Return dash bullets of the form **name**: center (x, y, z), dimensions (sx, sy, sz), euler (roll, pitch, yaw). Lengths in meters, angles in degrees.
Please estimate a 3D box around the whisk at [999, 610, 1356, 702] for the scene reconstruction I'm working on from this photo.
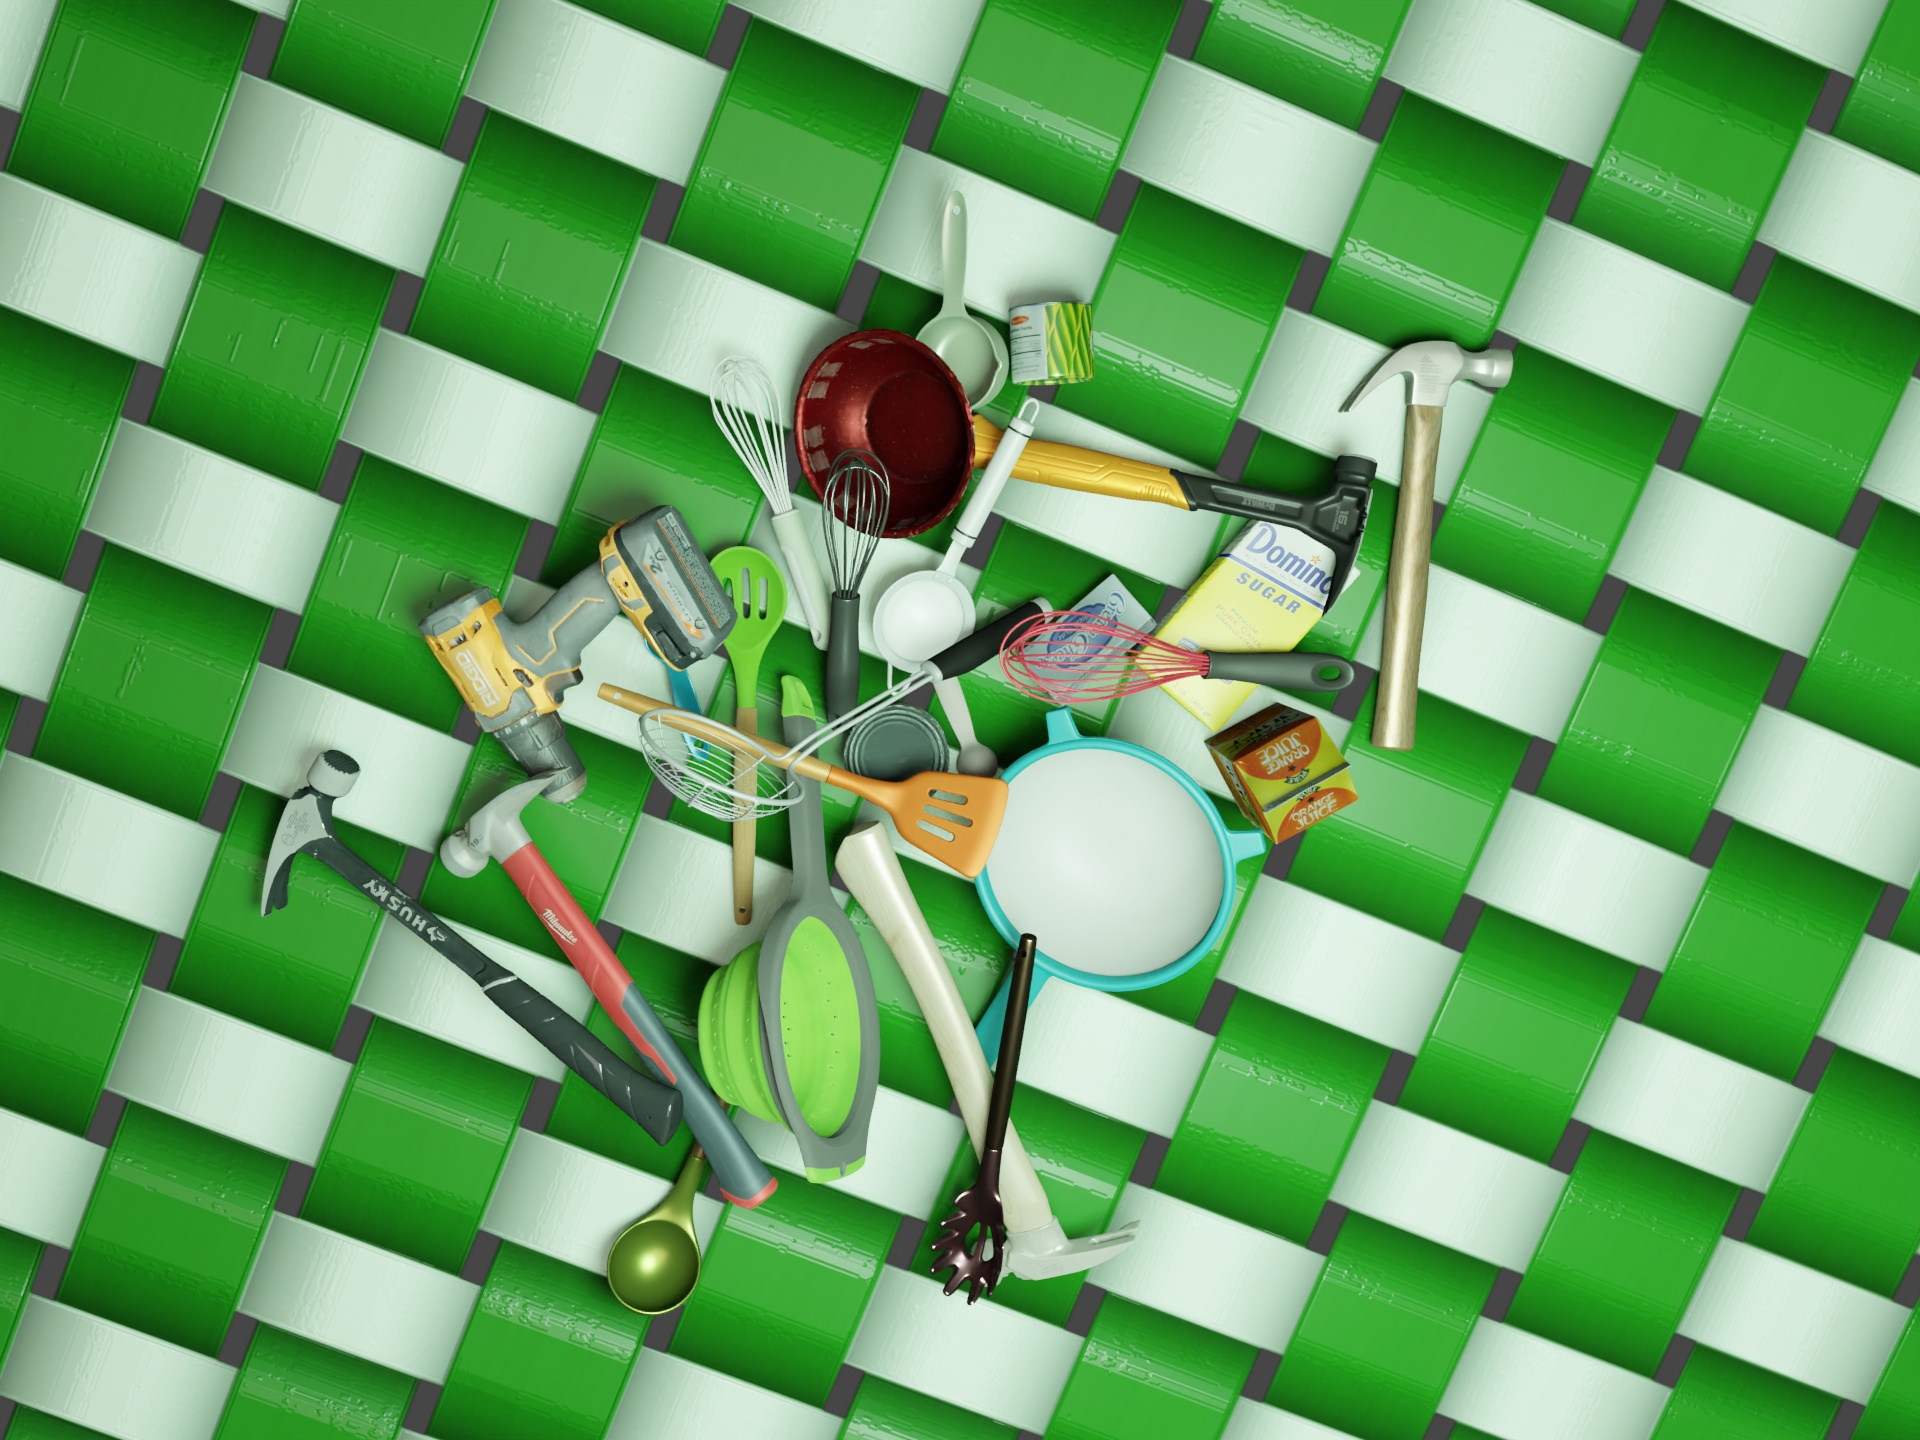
- **whisk**: center (0.172, -0.044, 1.238), dimensions (0.295, 0.073, 0.073), euler (3, 97, -14)

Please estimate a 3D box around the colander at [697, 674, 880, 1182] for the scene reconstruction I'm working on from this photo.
- **colander**: center (-0.150, 0.164, 1.268), dimensions (0.094, 0.204, 0.397), euler (-9, 78, 18)

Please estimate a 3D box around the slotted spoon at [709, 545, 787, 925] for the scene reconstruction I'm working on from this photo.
- **slotted spoon**: center (-0.178, 0.014, 1.302), dimensions (0.070, 0.031, 0.313), euler (1, 98, -1)

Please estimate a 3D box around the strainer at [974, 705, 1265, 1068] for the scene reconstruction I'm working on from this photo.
- **strainer**: center (0.093, 0.153, 1.301), dimensions (0.211, 0.095, 0.340), euler (33, 116, 7)

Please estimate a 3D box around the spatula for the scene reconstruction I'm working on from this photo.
- **spatula**: center (-0.123, 0.032, 1.222), dimensions (0.322, 0.041, 0.081), euler (20, 85, -9)

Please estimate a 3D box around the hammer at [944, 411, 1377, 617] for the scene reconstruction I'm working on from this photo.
- **hammer**: center (0.150, -0.179, 1.257), dimensions (0.337, 0.034, 0.127), euler (14, 88, 6)

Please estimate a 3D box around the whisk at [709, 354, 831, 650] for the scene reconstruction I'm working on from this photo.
- **whisk**: center (-0.143, -0.172, 1.272), dimensions (0.059, 0.058, 0.246), euler (-25, 103, -33)

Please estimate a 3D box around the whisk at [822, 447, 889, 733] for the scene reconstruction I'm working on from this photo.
- **whisk**: center (-0.087, -0.097, 1.250), dimensions (0.055, 0.055, 0.238), euler (5, 116, -2)

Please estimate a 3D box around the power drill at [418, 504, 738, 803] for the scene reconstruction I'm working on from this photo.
- **power drill**: center (-0.289, -0.048, 1.253), dimensions (0.226, 0.084, 0.185), euler (-25, 104, 15)

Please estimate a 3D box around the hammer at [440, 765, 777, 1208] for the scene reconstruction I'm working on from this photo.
- **hammer**: center (-0.259, 0.220, 1.274), dimensions (0.143, 0.038, 0.386), euler (-35, 91, 28)

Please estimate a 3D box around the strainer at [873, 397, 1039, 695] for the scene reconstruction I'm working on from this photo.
- **strainer**: center (-0.001, -0.139, 1.261), dimensions (0.086, 0.050, 0.258), euler (20, 109, -27)

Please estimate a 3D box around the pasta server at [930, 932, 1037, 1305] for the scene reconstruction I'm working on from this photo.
- **pasta server**: center (0.028, 0.318, 1.268), dimensions (0.060, 0.040, 0.316), euler (15, 107, 21)

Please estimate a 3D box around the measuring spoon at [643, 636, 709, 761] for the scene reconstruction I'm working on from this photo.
- **measuring spoon**: center (-0.225, -0.029, 1.303), dimensions (0.042, 0.021, 0.128), euler (-10, 106, 8)

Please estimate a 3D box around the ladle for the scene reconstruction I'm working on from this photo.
- **ladle**: center (-0.209, 0.342, 1.323), dimensions (0.078, 0.062, 0.320), euler (22, 93, -5)

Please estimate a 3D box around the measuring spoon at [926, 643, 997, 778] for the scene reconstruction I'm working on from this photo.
- **measuring spoon**: center (-0.002, -0.004, 1.307), dimensions (0.034, 0.018, 0.124), euler (-21, 96, 1)

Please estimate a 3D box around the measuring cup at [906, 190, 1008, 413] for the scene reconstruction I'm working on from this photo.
- **measuring cup**: center (0.002, -0.326, 1.246), dimensions (0.083, 0.038, 0.167), euler (6, 104, 25)

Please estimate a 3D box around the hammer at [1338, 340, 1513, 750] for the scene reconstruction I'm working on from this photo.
- **hammer**: center (0.364, -0.140, 1.294), dimensions (0.130, 0.031, 0.331), euler (4, 97, -2)

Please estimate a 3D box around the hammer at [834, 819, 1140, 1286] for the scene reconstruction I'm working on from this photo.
- **hammer**: center (0.009, 0.270, 1.298), dimensions (0.146, 0.038, 0.410), euler (-20, 99, 20)

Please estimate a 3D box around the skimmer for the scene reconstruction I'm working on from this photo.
- **skimmer**: center (-0.070, -0.031, 1.196), dimensions (0.363, 0.127, 0.090), euler (-30, 139, -27)

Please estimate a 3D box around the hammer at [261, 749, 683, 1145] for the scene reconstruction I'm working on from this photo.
- **hammer**: center (-0.387, 0.202, 1.270), dimensions (0.409, 0.036, 0.149), euler (37, 105, 5)
